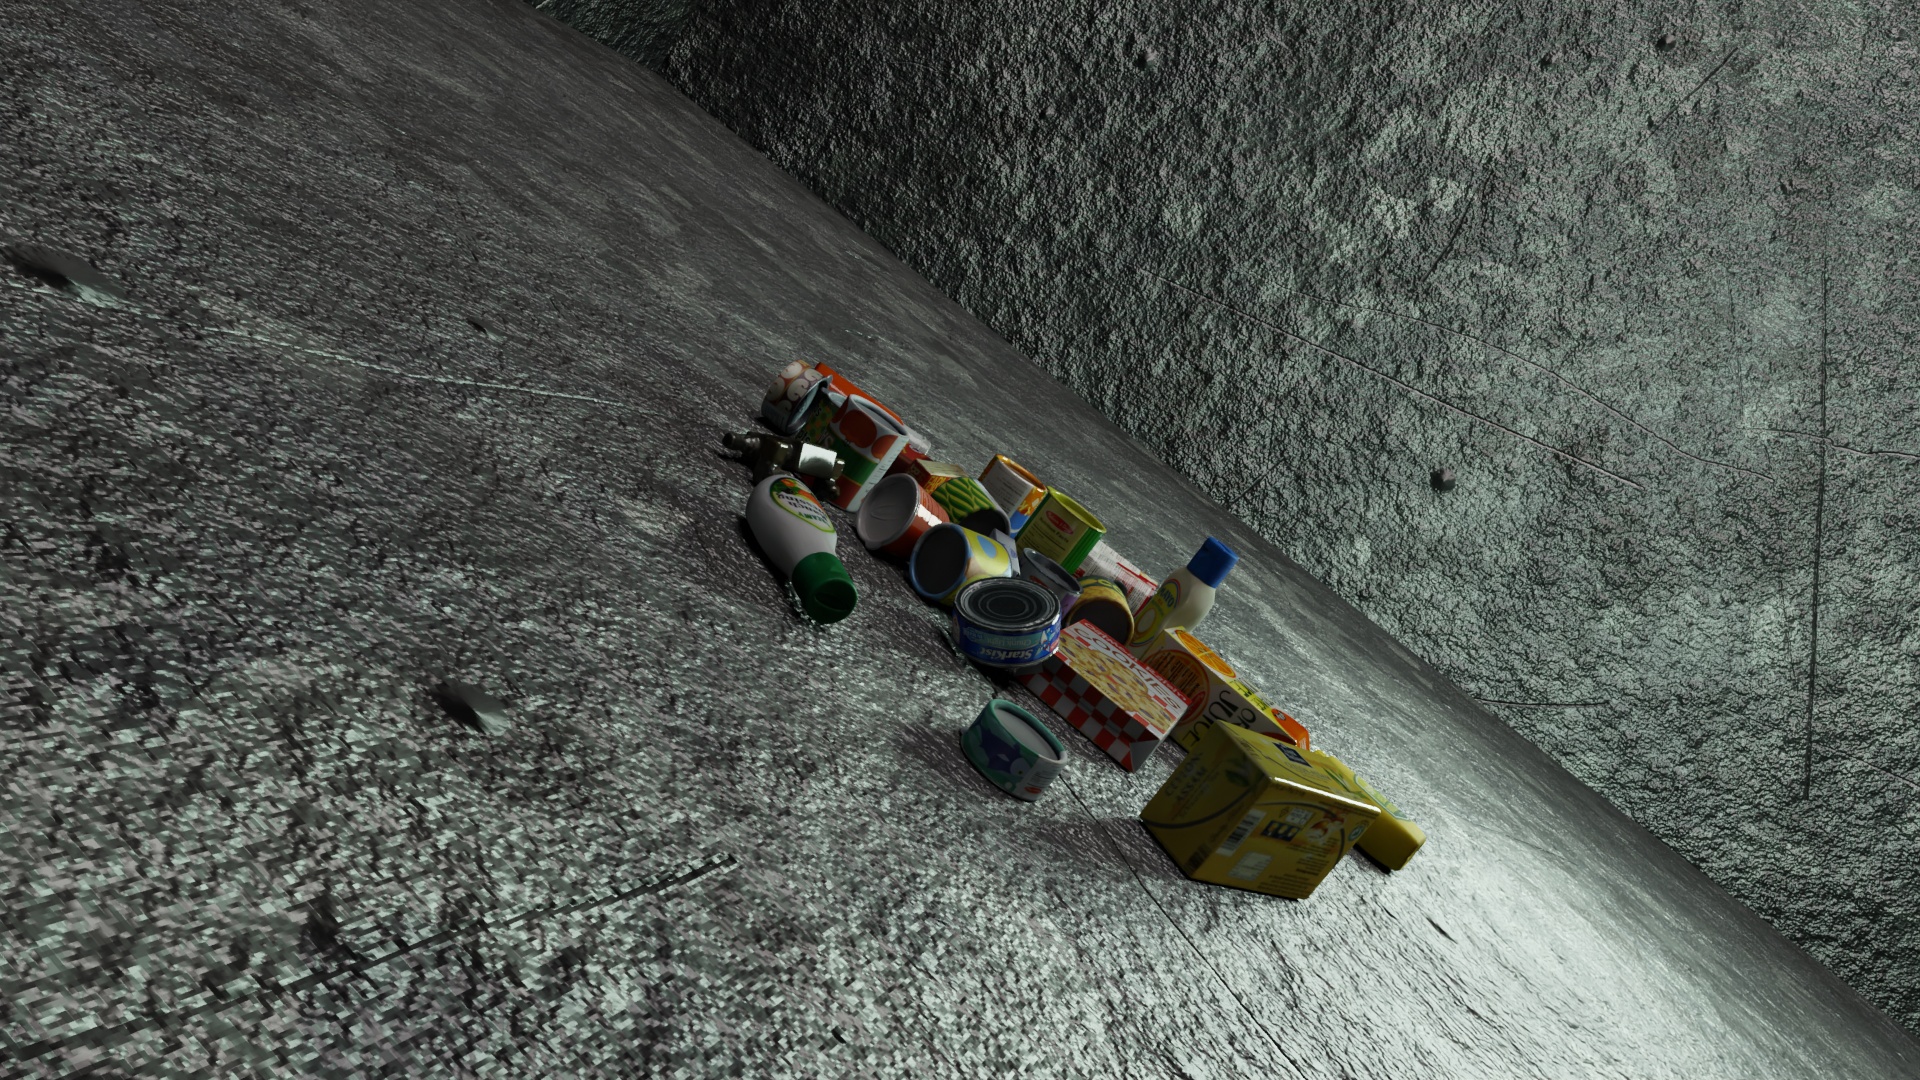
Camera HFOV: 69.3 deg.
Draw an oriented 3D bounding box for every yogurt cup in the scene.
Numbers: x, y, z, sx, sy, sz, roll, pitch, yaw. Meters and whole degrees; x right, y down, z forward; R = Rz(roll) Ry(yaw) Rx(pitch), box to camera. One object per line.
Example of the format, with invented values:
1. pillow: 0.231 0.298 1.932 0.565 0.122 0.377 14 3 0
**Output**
1. yogurt cup: -0.046 -0.016 1.176 0.054 0.072 0.072 36 10 -42

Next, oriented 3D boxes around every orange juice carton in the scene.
1. orange juice carton: 0.242 0.166 1.247 0.193 0.073 0.072 41 13 18

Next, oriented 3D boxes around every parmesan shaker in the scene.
1. parmesan shaker: 0.078 0.010 1.310 0.071 0.103 0.071 35 13 -9

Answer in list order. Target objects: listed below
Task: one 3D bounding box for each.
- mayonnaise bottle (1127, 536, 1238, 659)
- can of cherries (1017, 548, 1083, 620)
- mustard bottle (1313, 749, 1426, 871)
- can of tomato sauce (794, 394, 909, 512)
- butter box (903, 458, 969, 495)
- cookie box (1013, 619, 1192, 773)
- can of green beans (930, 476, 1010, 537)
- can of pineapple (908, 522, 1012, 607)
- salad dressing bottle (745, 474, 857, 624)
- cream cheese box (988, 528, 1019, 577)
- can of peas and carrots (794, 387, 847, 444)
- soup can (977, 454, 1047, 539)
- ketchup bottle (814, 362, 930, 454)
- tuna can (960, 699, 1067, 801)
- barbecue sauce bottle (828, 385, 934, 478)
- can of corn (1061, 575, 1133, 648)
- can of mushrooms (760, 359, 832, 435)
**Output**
1. mayonnaise bottle: 0.213 0.064 1.361 0.041 0.147 0.065 30 14 -26
2. can of cherries: 0.068 0.049 1.246 0.071 0.058 0.072 33 13 -8
3. mustard bottle: 0.371 0.248 1.338 0.160 0.048 0.065 42 12 23
4. can of tomato sauce: -0.096 -0.078 1.219 0.071 0.083 0.071 34 13 -9
5. butter box: -0.032 -0.051 1.356 0.024 0.053 0.103 43 15 17
6. cookie box: 0.124 0.125 1.161 0.123 0.040 0.168 38 14 13
7. can of green beans: 0.007 -0.018 1.307 0.071 0.071 0.058 26 17 -37
8. can of pineapple: 0.000 0.025 1.145 0.058 0.071 0.071 22 19 -47
9. salad dressing bottle: -0.110 0.006 0.977 0.064 0.044 0.148 26 17 -34
10. cream cheese box: 0.027 0.029 1.221 0.024 0.053 0.104 32 13 -9
11. can of peas and carrots: -0.116 -0.100 1.300 0.071 0.058 0.071 33 13 -8
12. soup can: 0.039 -0.036 1.415 0.071 0.083 0.071 34 12 -8
13. ketchup bottle: -0.101 -0.131 1.480 0.149 0.043 0.065 34 14 -9
14. tuna can: 0.034 0.135 0.913 0.071 0.032 0.071 34 13 -9
15. barbecue sauce bottle: -0.096 -0.106 1.405 0.149 0.043 0.065 39 14 13
16. can of corn: 0.128 0.071 1.293 0.071 0.071 0.058 34 14 -11
17. can of mushrooms: -0.154 -0.136 1.306 0.033 0.071 0.071 36 13 8
